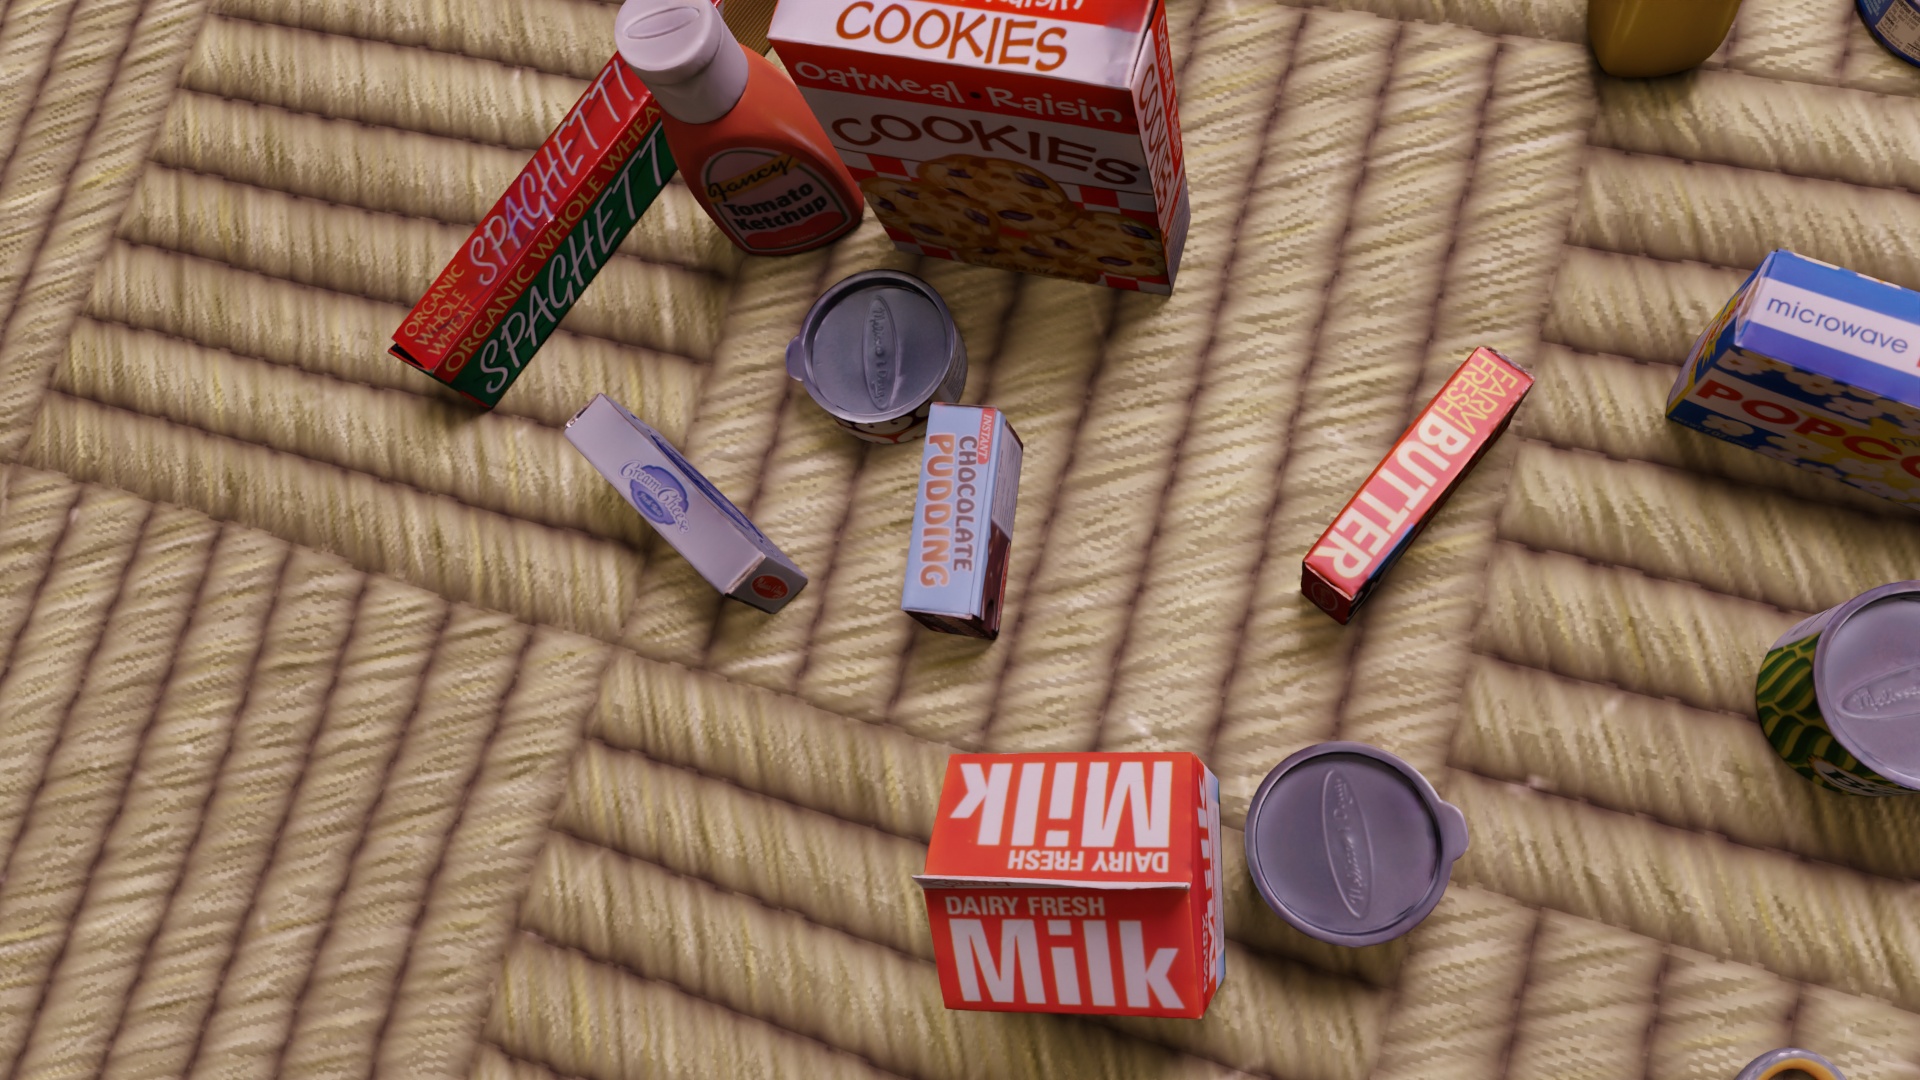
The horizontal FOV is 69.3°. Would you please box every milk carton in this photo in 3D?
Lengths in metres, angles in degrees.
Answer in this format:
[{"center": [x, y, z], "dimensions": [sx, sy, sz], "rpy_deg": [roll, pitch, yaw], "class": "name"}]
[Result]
[{"center": [0.042, 0.105, 0.432], "dimensions": [0.072, 0.190, 0.073], "rpy_deg": [-2, 77, 12], "class": "milk carton"}]

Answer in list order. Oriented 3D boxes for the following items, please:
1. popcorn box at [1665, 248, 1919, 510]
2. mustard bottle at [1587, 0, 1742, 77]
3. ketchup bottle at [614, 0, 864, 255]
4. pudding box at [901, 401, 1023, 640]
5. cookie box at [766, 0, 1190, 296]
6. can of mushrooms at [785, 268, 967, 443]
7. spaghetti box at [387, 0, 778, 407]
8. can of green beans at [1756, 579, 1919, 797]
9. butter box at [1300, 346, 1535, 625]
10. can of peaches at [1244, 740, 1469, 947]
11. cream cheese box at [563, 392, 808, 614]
[{"center": [0.315, -0.046, 0.463], "dimensions": [0.127, 0.085, 0.038], "rpy_deg": [24, 84, 17], "class": "popcorn box"}, {"center": [0.256, -0.224, 0.479], "dimensions": [0.049, 0.160, 0.065], "rpy_deg": [-1, 77, 12], "class": "mustard bottle"}, {"center": [-0.087, -0.162, 0.546], "dimensions": [0.065, 0.148, 0.043], "rpy_deg": [-14, 75, 9], "class": "ketchup bottle"}, {"center": [0.002, -0.007, 0.541], "dimensions": [0.030, 0.049, 0.084], "rpy_deg": [5, 78, 14], "class": "pudding box"}, {"center": [0.017, -0.148, 0.510], "dimensions": [0.123, 0.167, 0.040], "rpy_deg": [13, 81, 15], "class": "cookie box"}, {"center": [-0.034, -0.075, 0.574], "dimensions": [0.071, 0.033, 0.071], "rpy_deg": [-3, 76, 12], "class": "can of mushrooms"}, {"center": [-0.155, -0.169, 0.614], "dimensions": [0.029, 0.050, 0.250], "rpy_deg": [35, 86, 17], "class": "spaghetti box"}, {"center": [0.306, 0.051, 0.456], "dimensions": [0.071, 0.057, 0.071], "rpy_deg": [-3, 77, 12], "class": "can of green beans"}, {"center": [0.164, -0.019, 0.507], "dimensions": [0.024, 0.053, 0.103], "rpy_deg": [39, 88, 18], "class": "butter box"}, {"center": [0.135, 0.105, 0.481], "dimensions": [0.071, 0.058, 0.071], "rpy_deg": [-3, 77, 12], "class": "can of peaches"}, {"center": [-0.111, -0.014, 0.566], "dimensions": [0.104, 0.053, 0.024], "rpy_deg": [42, 89, 18], "class": "cream cheese box"}]
